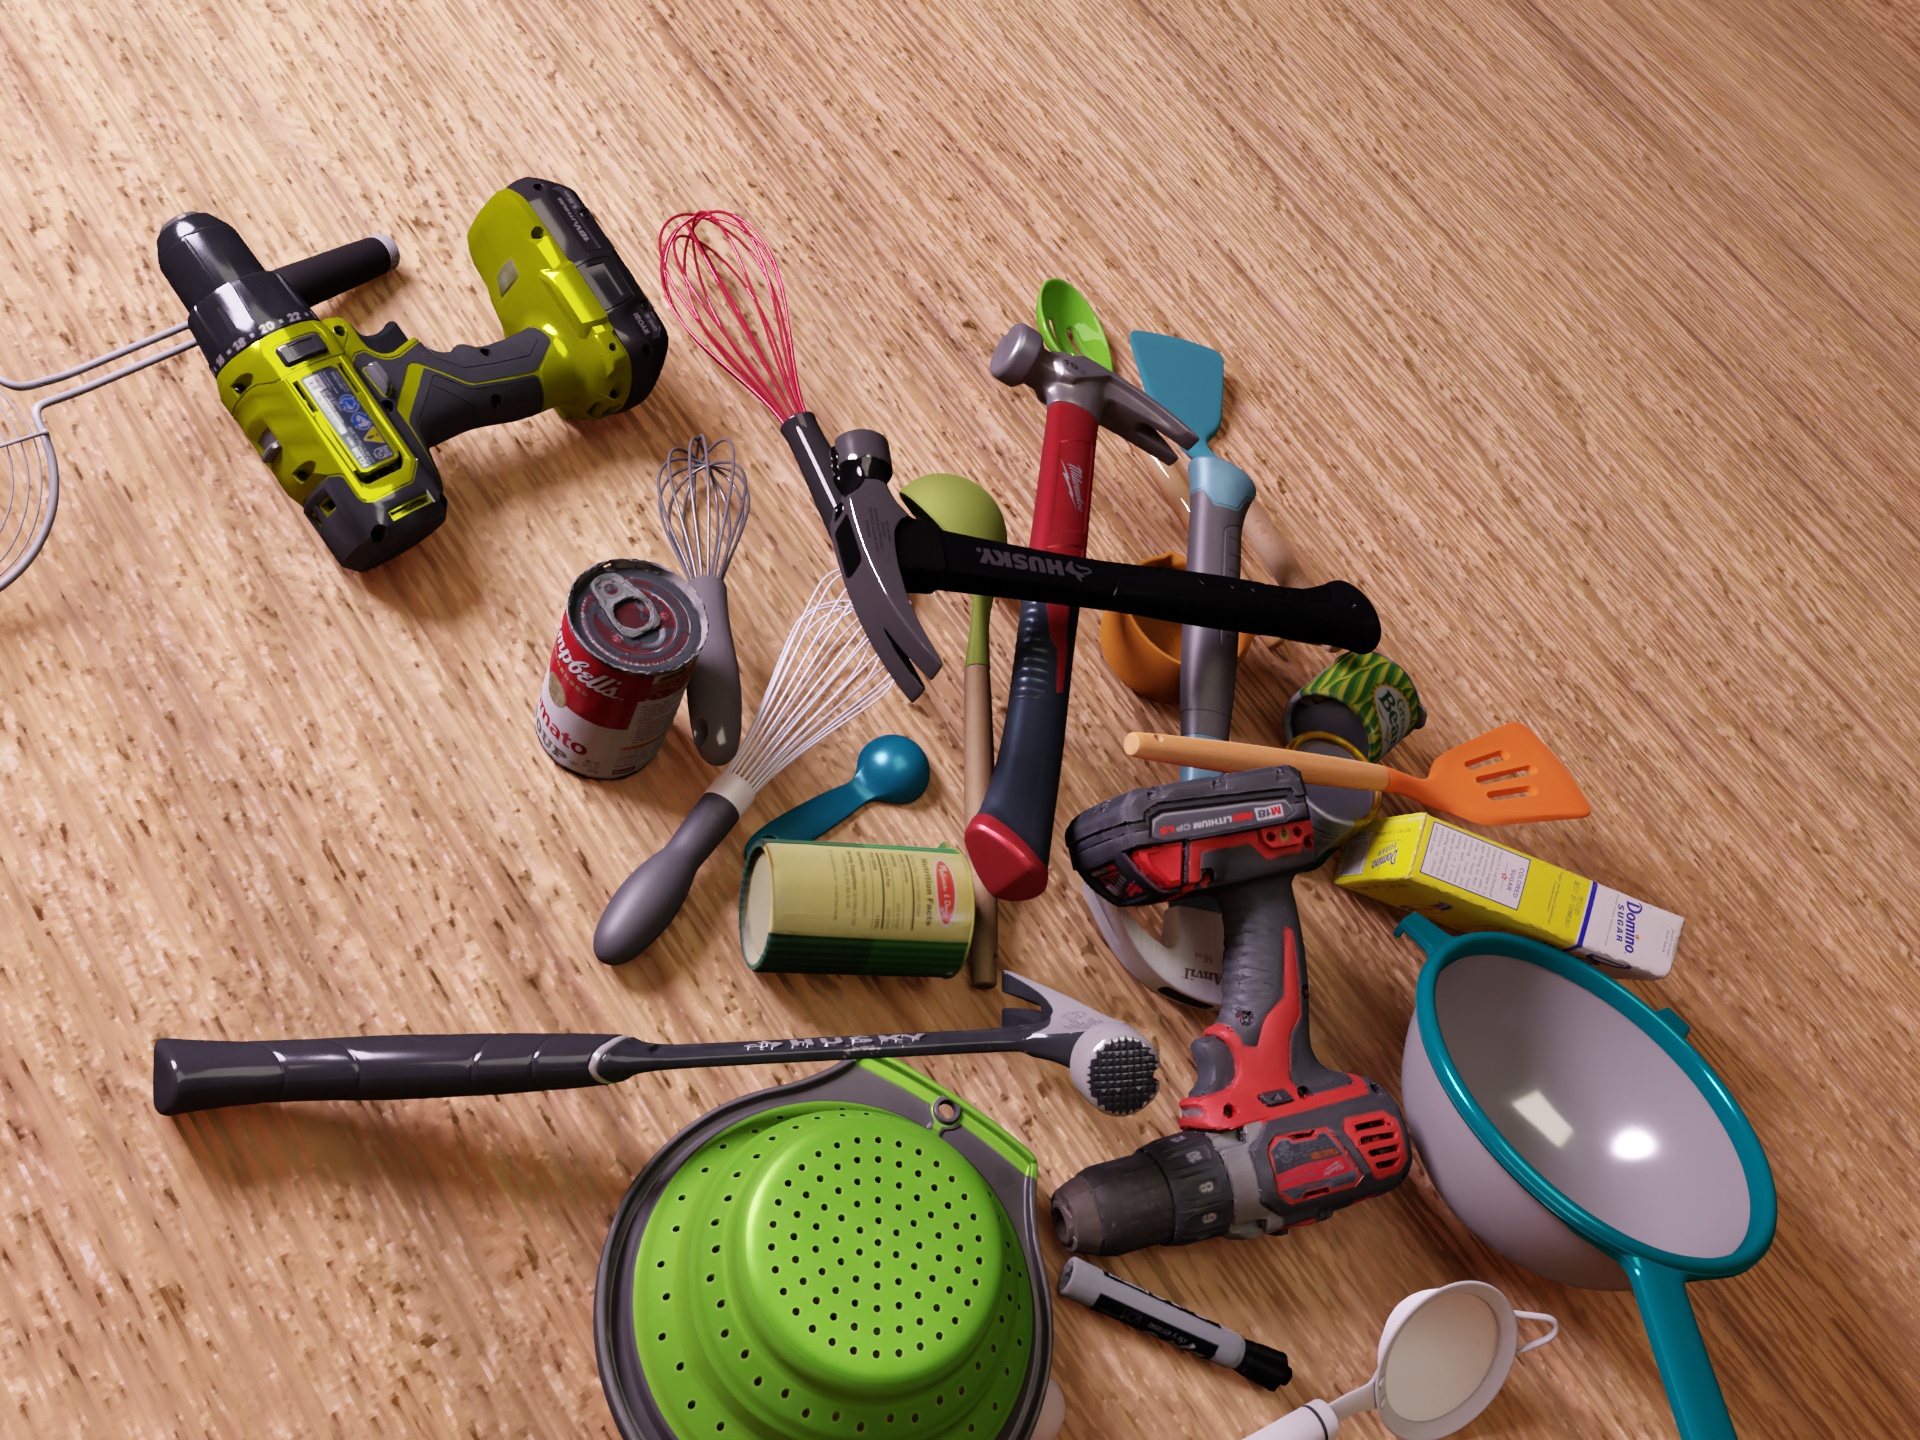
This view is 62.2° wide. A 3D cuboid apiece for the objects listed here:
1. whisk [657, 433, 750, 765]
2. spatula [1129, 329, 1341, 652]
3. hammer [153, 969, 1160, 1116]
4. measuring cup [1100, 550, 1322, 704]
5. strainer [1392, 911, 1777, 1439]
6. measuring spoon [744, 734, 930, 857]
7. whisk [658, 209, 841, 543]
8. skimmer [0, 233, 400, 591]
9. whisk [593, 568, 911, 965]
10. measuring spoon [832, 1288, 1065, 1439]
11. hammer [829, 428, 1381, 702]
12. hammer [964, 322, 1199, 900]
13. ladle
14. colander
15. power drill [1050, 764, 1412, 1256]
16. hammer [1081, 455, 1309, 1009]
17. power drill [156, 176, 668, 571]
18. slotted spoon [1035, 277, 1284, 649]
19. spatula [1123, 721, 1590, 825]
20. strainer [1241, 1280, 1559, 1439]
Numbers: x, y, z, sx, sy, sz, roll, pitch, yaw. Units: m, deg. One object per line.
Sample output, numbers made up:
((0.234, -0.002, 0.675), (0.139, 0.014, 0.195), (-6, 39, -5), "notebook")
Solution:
((-0.134, -0.071, 0.857), (0.055, 0.055, 0.239), (8, 47, -21), "whisk")
((0.191, -0.159, 1.073), (0.082, 0.044, 0.318), (7, 40, -26), "spatula")
((-0.130, 0.143, 0.688), (0.409, 0.149, 0.036), (0, 92, -12), "hammer")
((0.168, -0.049, 1.006), (0.173, 0.052, 0.095), (6, 55, -24), "measuring cup")
((0.310, 0.260, 0.795), (0.211, 0.095, 0.341), (21, 36, -13), "strainer")
((-0.063, 0.040, 0.849), (0.128, 0.021, 0.042), (-31, 74, -39), "measuring spoon")
((-0.108, -0.199, 0.979), (0.073, 0.073, 0.296), (-18, 72, -34), "whisk")
((-0.430, -0.176, 0.820), (0.127, 0.090, 0.363), (51, 37, -12), "skimmer")
((-0.104, 0.017, 0.829), (0.070, 0.070, 0.285), (35, 54, 0), "whisk")
((-0.006, 0.283, 0.707), (0.124, 0.018, 0.034), (31, 50, -3), "measuring spoon")
((0.092, -0.067, 0.861), (0.334, 0.035, 0.146), (6, 57, -27), "hammer")
((0.064, -0.064, 0.899), (0.143, 0.038, 0.387), (26, 49, -21), "hammer")
((-0.001, -0.003, 0.899), (0.062, 0.078, 0.320), (-11, 62, 18), "ladle")
((-0.083, 0.284, 0.612), (0.204, 0.094, 0.397), (32, 51, 5), "colander")
((0.117, 0.148, 0.800), (0.188, 0.080, 0.227), (-8, 79, -21), "power drill")
((0.142, -0.001, 0.916), (0.128, 0.033, 0.331), (12, 69, -14), "hammer")
((-0.290, -0.208, 0.856), (0.228, 0.080, 0.190), (-39, 99, -40), "power drill")
((0.135, -0.178, 1.097), (0.070, 0.031, 0.314), (-9, 63, -47), "slotted spoon")
((0.226, 0.024, 0.900), (0.322, 0.041, 0.081), (8, 40, -32), "spatula")
((0.174, 0.325, 0.750), (0.258, 0.050, 0.086), (-15, 108, -27), "strainer")
